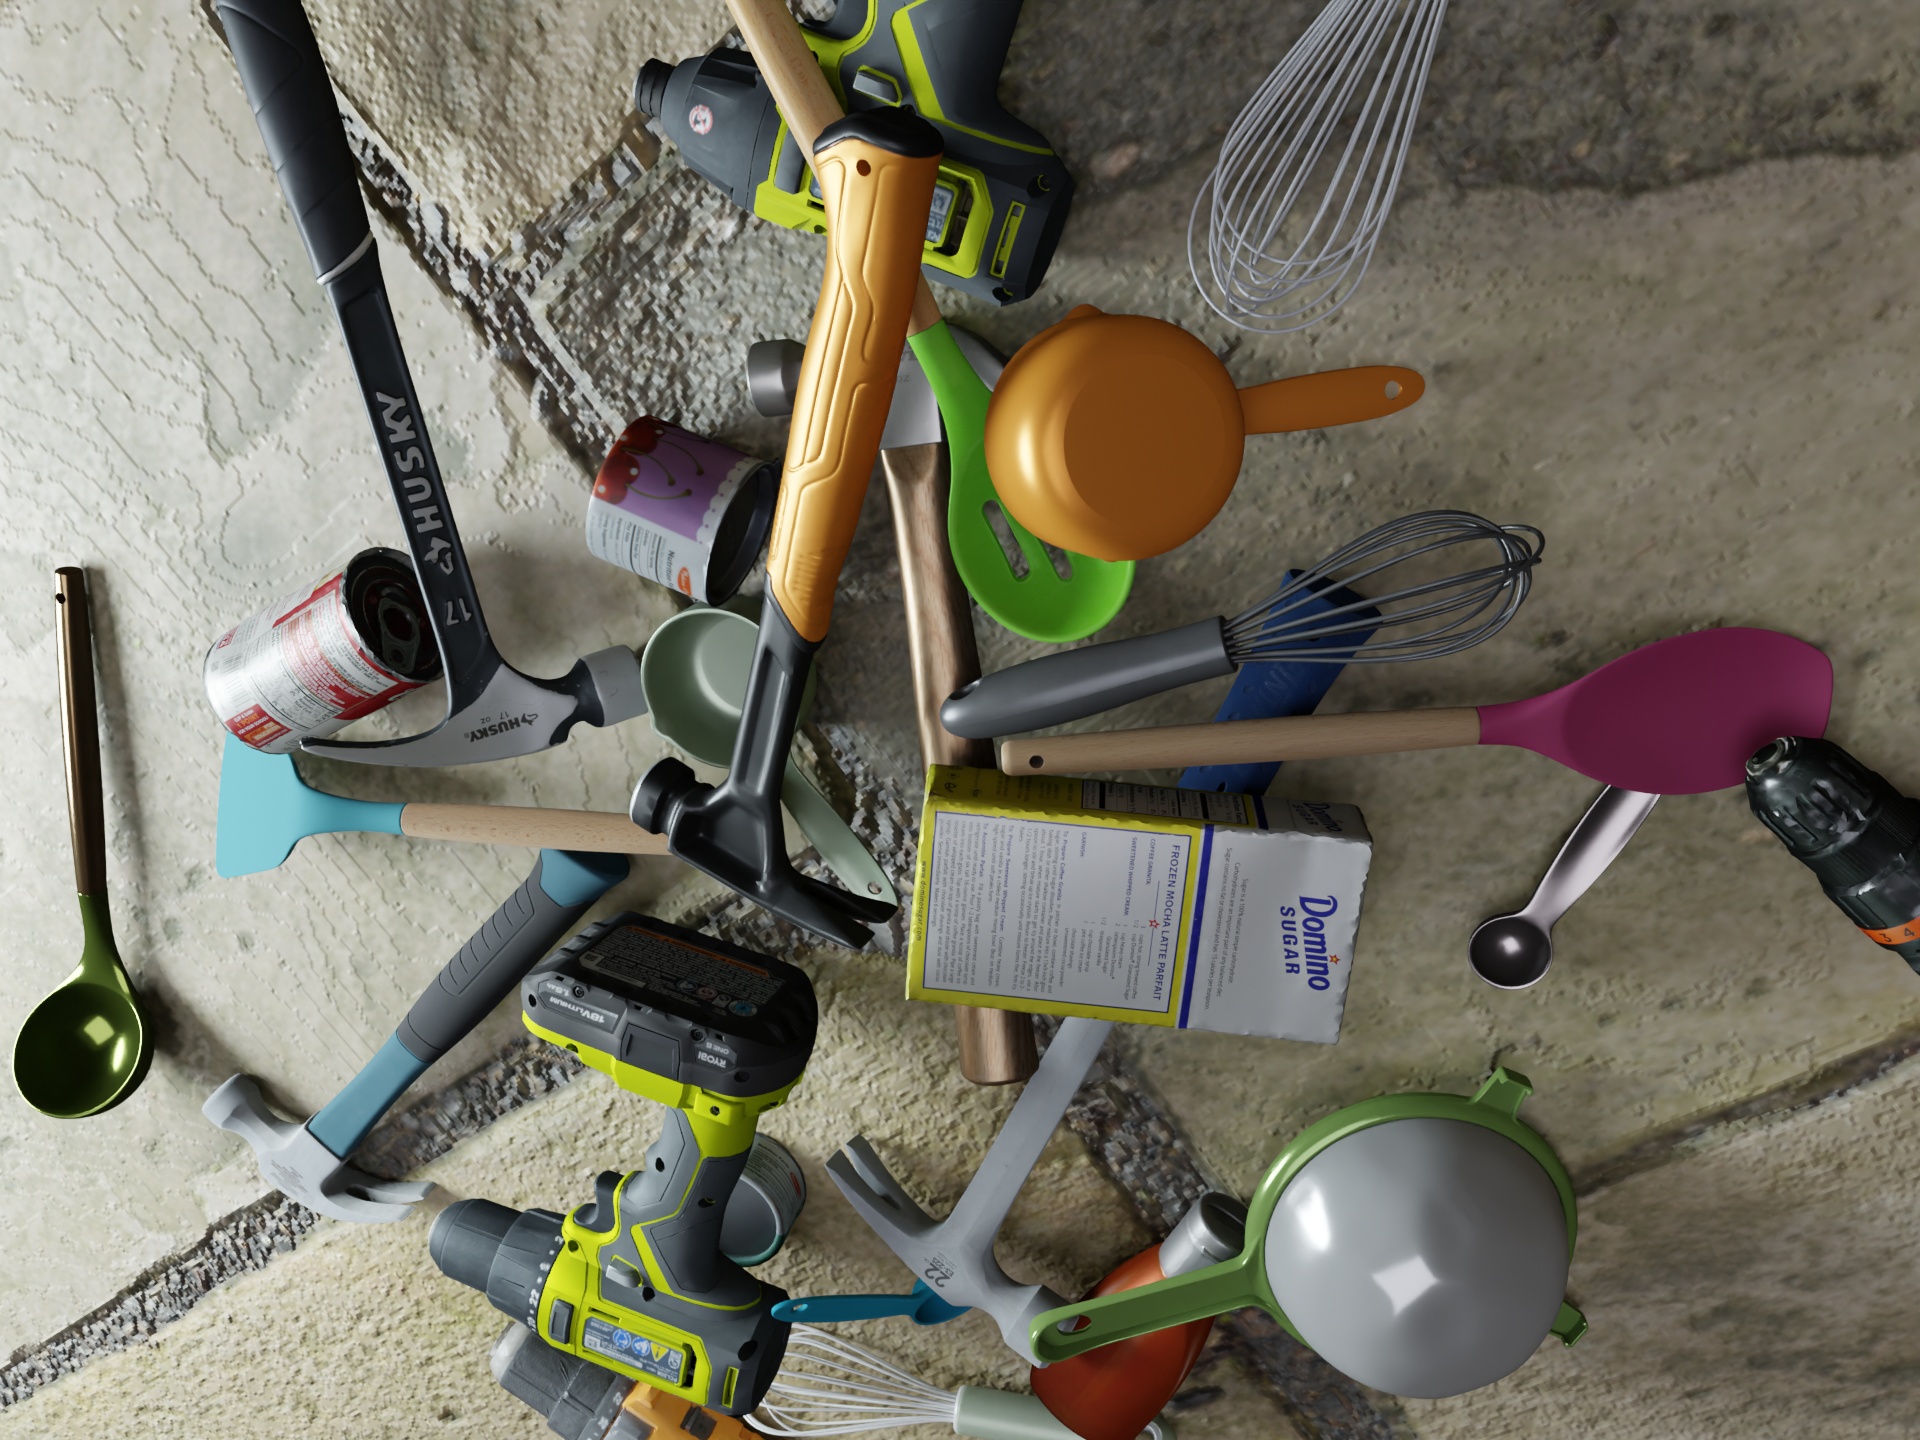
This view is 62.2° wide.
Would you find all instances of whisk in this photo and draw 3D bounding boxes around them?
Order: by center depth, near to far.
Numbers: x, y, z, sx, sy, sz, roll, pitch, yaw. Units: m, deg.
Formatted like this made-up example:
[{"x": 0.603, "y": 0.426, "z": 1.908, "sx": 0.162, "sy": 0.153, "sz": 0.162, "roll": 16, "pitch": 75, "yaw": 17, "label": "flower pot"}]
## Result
[{"x": 0.159, "y": -0.263, "z": 0.530, "sx": 0.070, "sy": 0.070, "sz": 0.284, "roll": 28, "pitch": 113, "yaw": 4, "label": "whisk"}, {"x": 0.100, "y": -0.031, "z": 0.606, "sx": 0.239, "sy": 0.055, "sz": 0.055, "roll": -15, "pitch": 107, "yaw": 20, "label": "whisk"}, {"x": -0.008, "y": 0.368, "z": 0.851, "sx": 0.246, "sy": 0.058, "sz": 0.059, "roll": 5, "pitch": 148, "yaw": 12, "label": "whisk"}]

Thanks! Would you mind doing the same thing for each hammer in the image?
[{"x": -0.053, "y": -0.060, "z": 0.608, "sx": 0.127, "sy": 0.034, "sz": 0.336, "roll": 28, "pitch": 127, "yaw": 17, "label": "hammer"}, {"x": -0.258, "y": -0.173, "z": 0.671, "sx": 0.149, "sy": 0.036, "sz": 0.408, "roll": -19, "pitch": 103, "yaw": -22, "label": "hammer"}, {"x": -0.001, "y": -0.002, "z": 0.674, "sx": 0.130, "sy": 0.031, "sz": 0.331, "roll": -5, "pitch": 102, "yaw": 15, "label": "hammer"}, {"x": 0.064, "y": 0.113, "z": 0.715, "sx": 0.144, "sy": 0.035, "sz": 0.405, "roll": 32, "pitch": 115, "yaw": 15, "label": "hammer"}, {"x": -0.284, "y": 0.164, "z": 0.851, "sx": 0.128, "sy": 0.033, "sz": 0.331, "roll": 44, "pitch": 117, "yaw": -4, "label": "hammer"}]

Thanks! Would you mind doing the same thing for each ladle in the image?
[{"x": -0.480, "y": 0.073, "z": 0.860, "sx": 0.078, "sy": 0.062, "sz": 0.320, "roll": 12, "pitch": 112, "yaw": 9, "label": "ladle"}]

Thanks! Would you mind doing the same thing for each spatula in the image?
[{"x": -0.238, "y": 0.047, "z": 0.772, "sx": 0.317, "sy": 0.044, "sz": 0.082, "roll": 3, "pitch": 88, "yaw": 14, "label": "spatula"}]

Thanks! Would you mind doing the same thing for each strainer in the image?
[{"x": 0.155, "y": 0.259, "z": 0.704, "sx": 0.256, "sy": 0.069, "sz": 0.151, "roll": -17, "pitch": 109, "yaw": 5, "label": "strainer"}]

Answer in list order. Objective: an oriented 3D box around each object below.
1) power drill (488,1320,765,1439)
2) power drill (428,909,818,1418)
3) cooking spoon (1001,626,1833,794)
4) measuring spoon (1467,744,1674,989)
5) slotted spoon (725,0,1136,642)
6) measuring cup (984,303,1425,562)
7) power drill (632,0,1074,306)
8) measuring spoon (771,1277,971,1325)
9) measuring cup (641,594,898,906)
[{"x": -0.223, "y": 0.464, "z": 0.935, "sx": 0.185, "sy": 0.084, "sz": 0.226, "roll": 32, "pitch": 113, "yaw": 2, "label": "power drill"}, {"x": -0.166, "y": 0.217, "z": 0.781, "sx": 0.190, "sy": 0.080, "sz": 0.228, "roll": 17, "pitch": 110, "yaw": 12, "label": "power drill"}, {"x": 0.175, "y": 0.003, "z": 0.621, "sx": 0.319, "sy": 0.017, "sz": 0.068, "roll": -4, "pitch": 113, "yaw": 4, "label": "cooking spoon"}, {"x": 0.254, "y": 0.059, "z": 0.660, "sx": 0.034, "sy": 0.018, "sz": 0.124, "roll": 31, "pitch": 110, "yaw": 2, "label": "measuring spoon"}, {"x": -0.023, "y": -0.166, "z": 0.573, "sx": 0.070, "sy": 0.031, "sz": 0.313, "roll": -25, "pitch": 111, "yaw": 14, "label": "slotted spoon"}, {"x": 0.098, "y": -0.108, "z": 0.572, "sx": 0.173, "sy": 0.052, "sz": 0.095, "roll": -11, "pitch": 105, "yaw": -9, "label": "measuring cup"}, {"x": -0.021, "y": -0.281, "z": 0.563, "sx": 0.171, "sy": 0.080, "sz": 0.223, "roll": 23, "pitch": 120, "yaw": 5, "label": "power drill"}, {"x": -0.042, "y": 0.286, "z": 0.799, "sx": 0.128, "sy": 0.021, "sz": 0.042, "roll": 13, "pitch": 124, "yaw": -38, "label": "measuring spoon"}, {"x": -0.076, "y": 0.016, "z": 0.725, "sx": 0.083, "sy": 0.038, "sz": 0.167, "roll": -31, "pitch": 103, "yaw": 25, "label": "measuring cup"}]
